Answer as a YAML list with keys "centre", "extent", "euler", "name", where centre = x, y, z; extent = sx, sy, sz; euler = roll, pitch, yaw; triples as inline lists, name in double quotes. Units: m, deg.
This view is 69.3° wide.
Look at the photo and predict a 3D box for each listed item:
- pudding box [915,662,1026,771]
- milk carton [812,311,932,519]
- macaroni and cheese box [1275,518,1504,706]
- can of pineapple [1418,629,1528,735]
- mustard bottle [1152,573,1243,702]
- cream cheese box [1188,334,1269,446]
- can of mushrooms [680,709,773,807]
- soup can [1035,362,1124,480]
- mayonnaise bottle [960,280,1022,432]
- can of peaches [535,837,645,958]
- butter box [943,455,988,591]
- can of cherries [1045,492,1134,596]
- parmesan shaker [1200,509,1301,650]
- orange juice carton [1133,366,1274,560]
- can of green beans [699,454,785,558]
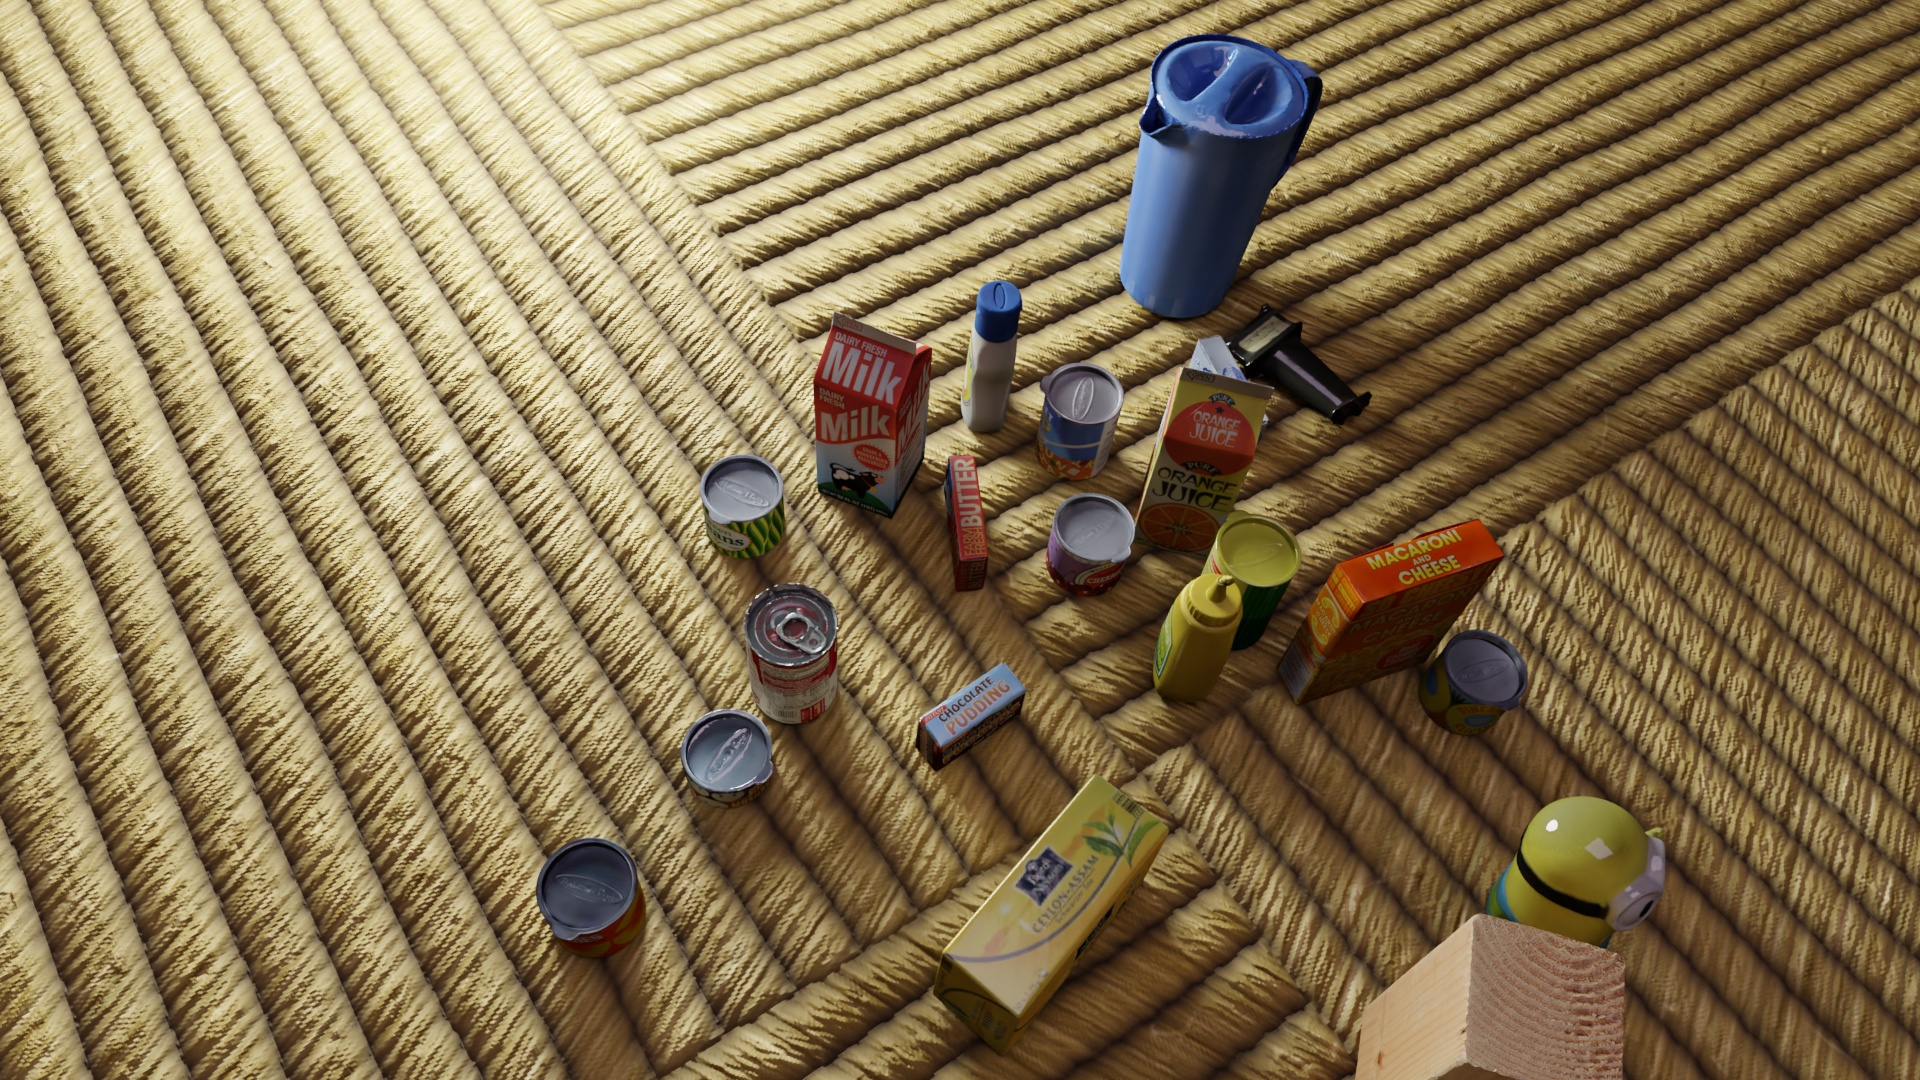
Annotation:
- centre: [0.007, 0.133, 1.048]
  extent: [0.084, 0.049, 0.030]
  euler: [-31, 65, -23]
  name: "pudding box"
- centre: [-0.070, -0.107, 1.114]
  extent: [0.072, 0.189, 0.074]
  euler: [21, 58, 9]
  name: "milk carton"
- centre: [0.322, 0.057, 1.057]
  extent: [0.124, 0.165, 0.040]
  euler: [-16, 60, -15]
  name: "macaroni and cheese box"
- centre: [0.402, 0.114, 1.091]
  extent: [0.071, 0.057, 0.071]
  euler: [2, 57, -4]
  name: "can of pineapple"
- centre: [0.180, 0.065, 1.042]
  extent: [0.049, 0.159, 0.065]
  euler: [8, 57, 0]
  name: "mustard bottle"
- centre: [0.237, -0.127, 1.237]
  extent: [0.024, 0.053, 0.104]
  euler: [-14, 59, -14]
  name: "cream cheese box"
- centre: [-0.169, 0.162, 1.022]
  extent: [0.071, 0.033, 0.071]
  euler: [2, 57, -4]
  name: "can of mushrooms"
- centre: [0.098, -0.102, 1.189]
  extent: [0.071, 0.083, 0.072]
  euler: [2, 57, -4]
  name: "soup can"
- centre: [0.026, -0.158, 1.182]
  extent: [0.041, 0.147, 0.065]
  euler: [1, 57, -5]
  name: "mayonnaise bottle"
- centre: [-0.251, 0.246, 0.945]
  extent: [0.071, 0.057, 0.071]
  euler: [2, 57, -4]
  name: "can of peaches"
- centre: [0.004, -0.014, 1.142]
  extent: [0.024, 0.052, 0.104]
  euler: [-3, 57, -7]
  name: "butter box"
- centre: [0.106, 0.006, 1.135]
  extent: [0.071, 0.058, 0.072]
  euler: [2, 57, -4]
  name: "can of cherries"
- centre: [0.223, 0.032, 1.101]
  extent: [0.071, 0.102, 0.071]
  euler: [2, 57, -4]
  name: "parmesan shaker"
- centre: [0.193, -0.070, 1.113]
  extent: [0.072, 0.191, 0.073]
  euler: [14, 57, 4]
  name: "orange juice carton"
- centre: [-0.177, -0.027, 1.131]
  extent: [0.071, 0.057, 0.071]
  euler: [2, 57, -4]
  name: "can of green beans"
